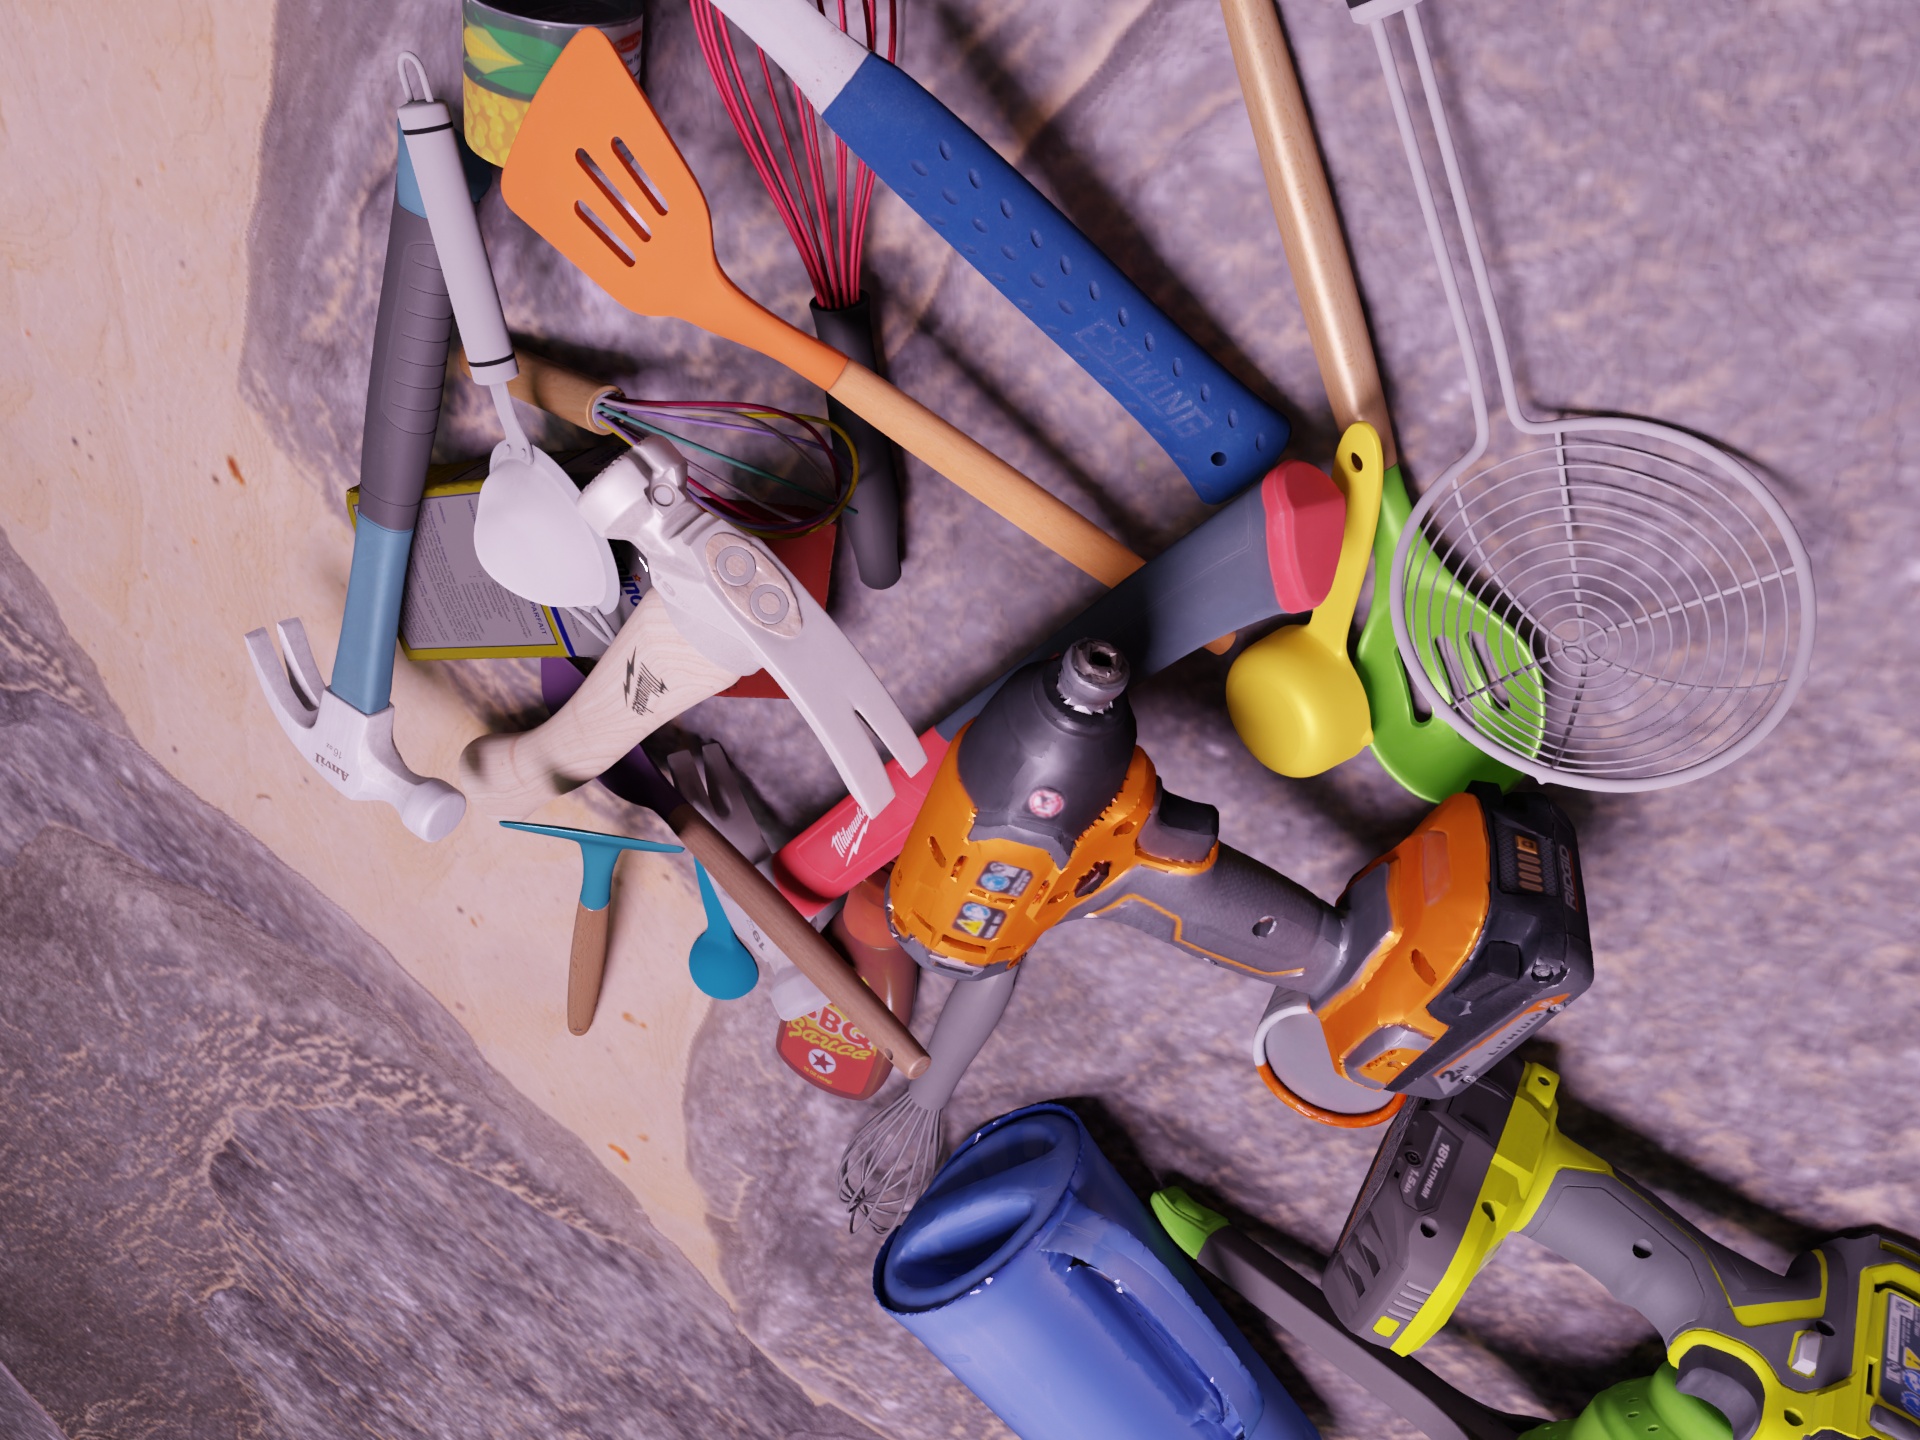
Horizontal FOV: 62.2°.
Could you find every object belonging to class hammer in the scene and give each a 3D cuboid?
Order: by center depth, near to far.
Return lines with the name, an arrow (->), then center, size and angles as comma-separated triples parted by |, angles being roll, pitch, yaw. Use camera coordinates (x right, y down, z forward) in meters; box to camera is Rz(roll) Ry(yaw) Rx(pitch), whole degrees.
hammer -> -0.041, -0.212, 0.499 | 0.405, 0.035, 0.144 | 38, 121, -21
hammer -> -0.001, -0.002, 0.651 | 0.386, 0.038, 0.143 | -38, 75, 44
hammer -> -0.152, 0.008, 0.700 | 0.146, 0.038, 0.410 | 49, 152, -9
hammer -> -0.259, -0.105, 0.727 | 0.128, 0.033, 0.330 | 30, 120, 16

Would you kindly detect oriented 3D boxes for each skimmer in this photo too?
skimmer -> 0.154, -0.154, 0.467 | 0.127, 0.090, 0.363 | -22, 108, 3

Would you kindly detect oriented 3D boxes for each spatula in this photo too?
spatula -> -0.022, -0.119, 0.586 | 0.322, 0.041, 0.081 | 32, 133, -18
spatula -> -0.118, 0.061, 0.747 | 0.316, 0.018, 0.059 | 39, 136, 34
spatula -> -0.198, 0.115, 0.842 | 0.082, 0.044, 0.317 | 9, 147, -10

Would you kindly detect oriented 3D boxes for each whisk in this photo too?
whisk -> -0.048, -0.176, 0.595 | 0.073, 0.073, 0.295 | 12, 130, 24
whisk -> -0.130, -0.126, 0.660 | 0.245, 0.051, 0.047 | 26, 109, 35
whisk -> -0.018, 0.196, 0.832 | 0.055, 0.055, 0.238 | 31, 127, 9

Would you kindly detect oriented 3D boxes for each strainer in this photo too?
strainer -> -0.192, -0.137, 0.653 | 0.087, 0.050, 0.258 | 18, 128, 41

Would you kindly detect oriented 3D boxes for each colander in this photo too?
colander -> 0.263, 0.299, 0.701 | 0.397, 0.204, 0.094 | 31, 98, 29

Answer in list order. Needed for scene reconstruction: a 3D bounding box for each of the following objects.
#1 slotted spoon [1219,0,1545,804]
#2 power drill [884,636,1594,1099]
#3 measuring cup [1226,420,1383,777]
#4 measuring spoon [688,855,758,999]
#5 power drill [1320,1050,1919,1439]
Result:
slotted spoon -> 0.138, -0.112, 0.547 | 0.070, 0.031, 0.313 | -8, 114, 34
power drill -> 0.099, 0.051, 0.560 | 0.226, 0.084, 0.164 | 16, 140, -7
measuring cup -> 0.125, -0.039, 0.571 | 0.062, 0.029, 0.156 | 46, 153, 35
measuring spoon -> -0.136, 0.104, 0.854 | 0.042, 0.021, 0.128 | 14, 127, 22
power drill -> 0.263, 0.229, 0.607 | 0.223, 0.171, 0.080 | 28, 131, 16
